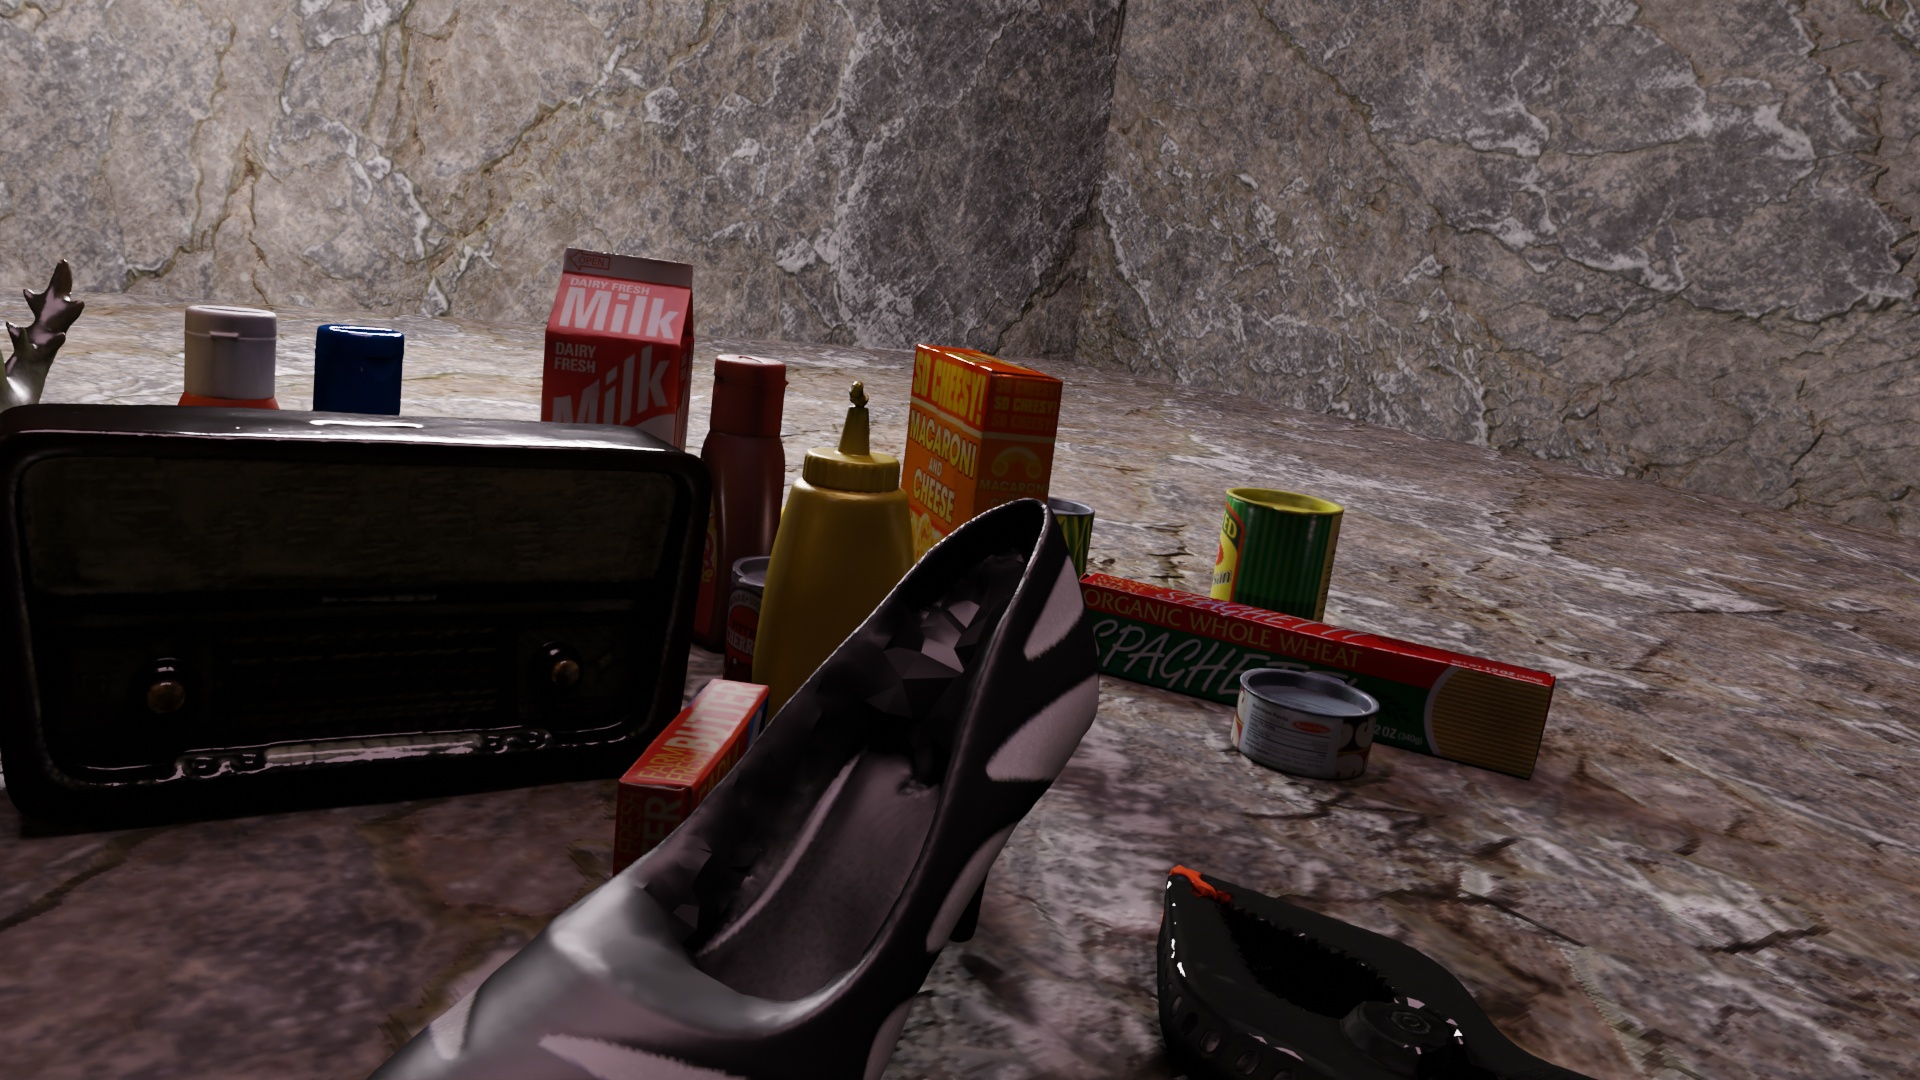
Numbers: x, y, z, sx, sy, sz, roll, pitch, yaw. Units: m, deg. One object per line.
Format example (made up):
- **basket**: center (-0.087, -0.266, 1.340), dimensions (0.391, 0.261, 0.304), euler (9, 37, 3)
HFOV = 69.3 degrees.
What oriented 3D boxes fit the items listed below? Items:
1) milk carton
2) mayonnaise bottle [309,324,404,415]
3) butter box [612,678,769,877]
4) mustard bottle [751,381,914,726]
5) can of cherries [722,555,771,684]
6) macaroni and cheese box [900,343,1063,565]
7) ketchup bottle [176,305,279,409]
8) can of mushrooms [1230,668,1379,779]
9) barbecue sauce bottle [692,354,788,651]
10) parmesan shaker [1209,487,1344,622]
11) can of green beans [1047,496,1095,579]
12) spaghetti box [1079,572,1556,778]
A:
- **milk carton**: center (-0.190, -0.062, 0.769), dimensions (0.072, 0.190, 0.073), euler (6, 11, -6)
- **mayonnaise bottle**: center (-0.275, -0.022, 0.628), dimensions (0.041, 0.147, 0.065), euler (15, 14, 34)
- **butter box**: center (-0.088, 0.086, 0.463), dimensions (0.024, 0.053, 0.104), euler (8, 12, 4)
- **mustard bottle**: center (-0.048, 0.013, 0.576), dimensions (0.065, 0.159, 0.049), euler (3, 12, -23)
- **can of cherries**: center (-0.081, 0.043, 0.663), dimensions (0.071, 0.058, 0.071), euler (7, 11, -1)
- **macaroni and cheese box**: center (0.002, -0.009, 0.698), dimensions (0.040, 0.166, 0.124), euler (4, 12, -19)
- **ketchup bottle**: center (-0.332, -0.030, 0.630), dimensions (0.065, 0.148, 0.043), euler (3, 12, -20)
- **can of mushrooms**: center (0.166, 0.087, 0.670), dimensions (0.071, 0.033, 0.071), euler (7, 12, -1)
- **barbecue sauce bottle**: center (-0.116, -0.021, 0.723), dimensions (0.044, 0.148, 0.065), euler (2, 12, -26)
- **parmesan shaker**: center (0.177, 0.027, 0.795), dimensions (0.071, 0.102, 0.071), euler (7, 11, -1)
- **can of green beans**: center (0.055, 0.003, 0.943), dimensions (0.071, 0.057, 0.071), euler (7, 11, -1)
- **spaghetti box**: center (0.175, 0.067, 0.731), dimensions (0.250, 0.050, 0.029), euler (12, 12, 22)
